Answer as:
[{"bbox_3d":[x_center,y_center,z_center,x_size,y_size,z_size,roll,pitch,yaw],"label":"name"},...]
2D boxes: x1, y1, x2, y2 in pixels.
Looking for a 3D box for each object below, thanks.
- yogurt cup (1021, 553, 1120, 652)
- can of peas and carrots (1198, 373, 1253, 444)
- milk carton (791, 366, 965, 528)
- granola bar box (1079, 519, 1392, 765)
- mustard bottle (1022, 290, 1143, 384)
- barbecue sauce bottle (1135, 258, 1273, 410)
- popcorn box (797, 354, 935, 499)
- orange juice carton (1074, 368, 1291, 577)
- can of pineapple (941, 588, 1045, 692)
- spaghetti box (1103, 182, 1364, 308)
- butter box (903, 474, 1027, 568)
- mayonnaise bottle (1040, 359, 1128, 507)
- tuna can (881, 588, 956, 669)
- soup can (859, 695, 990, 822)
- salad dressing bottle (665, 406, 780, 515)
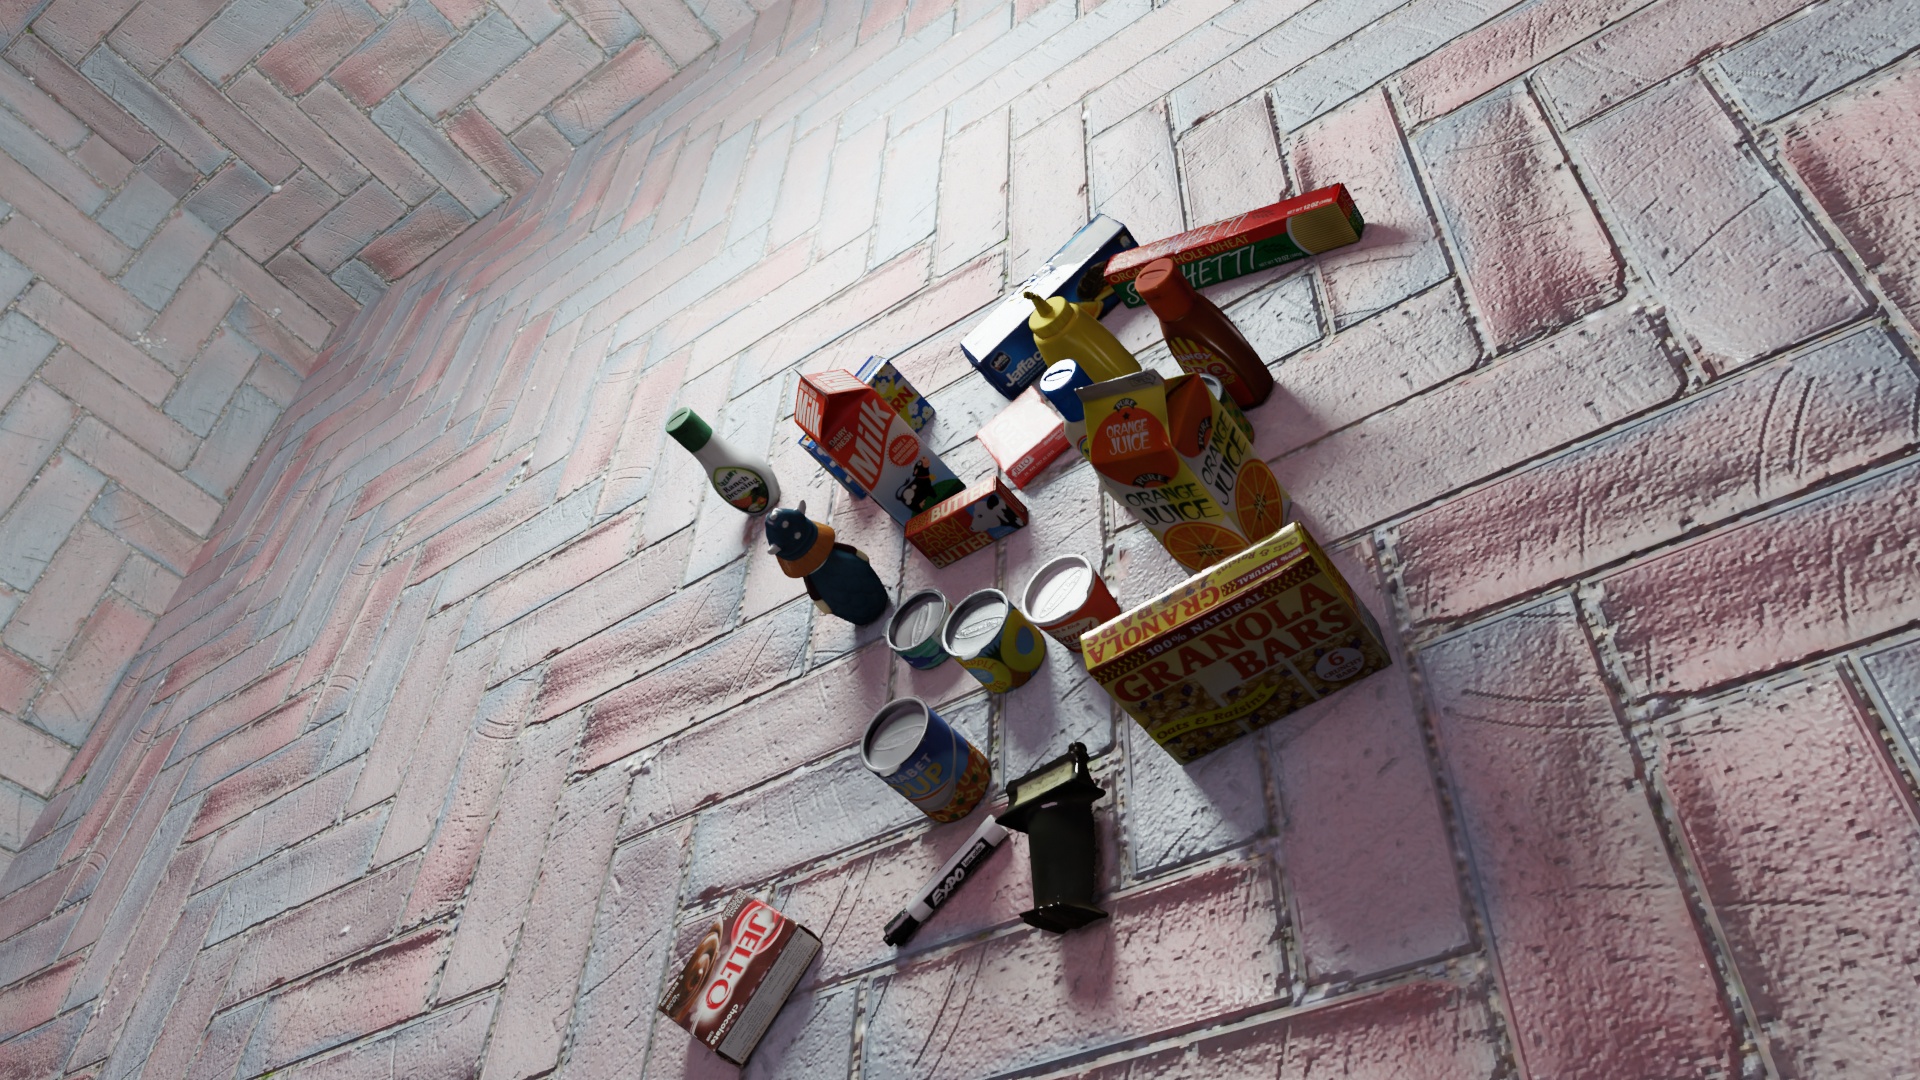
[{"bbox_3d":[0.090,0.052,1.101,0.072,0.054,0.073,-28,37,24],"label":"yogurt cup"},{"bbox_3d":[0.197,-0.092,1.139,0.071,0.058,0.071,-28,37,24],"label":"can of peas and carrots"},{"bbox_3d":[-0.088,-0.095,1.323,0.073,0.190,0.072,-47,34,-3],"label":"milk carton"},{"bbox_3d":[0.182,0.072,0.920,0.165,0.124,0.039,-31,36,20],"label":"granola bar box"},{"bbox_3d":[0.105,-0.169,1.227,0.065,0.160,0.049,-20,41,32],"label":"mustard bottle"},{"bbox_3d":[0.197,-0.168,1.141,0.065,0.148,0.044,2,55,47],"label":"barbecue sauce bottle"},{"bbox_3d":[-0.097,-0.119,1.452,0.127,0.085,0.038,-51,34,-10],"label":"popcorn box"},{"bbox_3d":[0.162,-0.056,1.017,0.071,0.192,0.073,-9,48,41],"label":"orange juice carton"},{"bbox_3d":[0.027,0.084,1.130,0.071,0.057,0.071,-28,37,24],"label":"can of pineapple"},{"bbox_3d":[0.246,-0.269,1.286,0.249,0.050,0.029,-10,47,40],"label":"spaghetti box"},{"bbox_3d":[0.005,-0.016,1.264,0.103,0.053,0.024,-27,38,24],"label":"butter box"},{"bbox_3d":[0.119,-0.086,1.134,0.064,0.147,0.041,-12,46,39],"label":"mayonnaise bottle"},{"bbox_3d":[-0.032,0.079,1.219,0.071,0.032,0.071,-28,37,23],"label":"tuna can"},{"bbox_3d":[-0.027,0.172,1.069,0.071,0.083,0.072,-28,37,24],"label":"soup can"},{"bbox_3d":[-0.263,-0.088,1.536,0.064,0.147,0.044,-30,36,21],"label":"salad dressing bottle"}]
